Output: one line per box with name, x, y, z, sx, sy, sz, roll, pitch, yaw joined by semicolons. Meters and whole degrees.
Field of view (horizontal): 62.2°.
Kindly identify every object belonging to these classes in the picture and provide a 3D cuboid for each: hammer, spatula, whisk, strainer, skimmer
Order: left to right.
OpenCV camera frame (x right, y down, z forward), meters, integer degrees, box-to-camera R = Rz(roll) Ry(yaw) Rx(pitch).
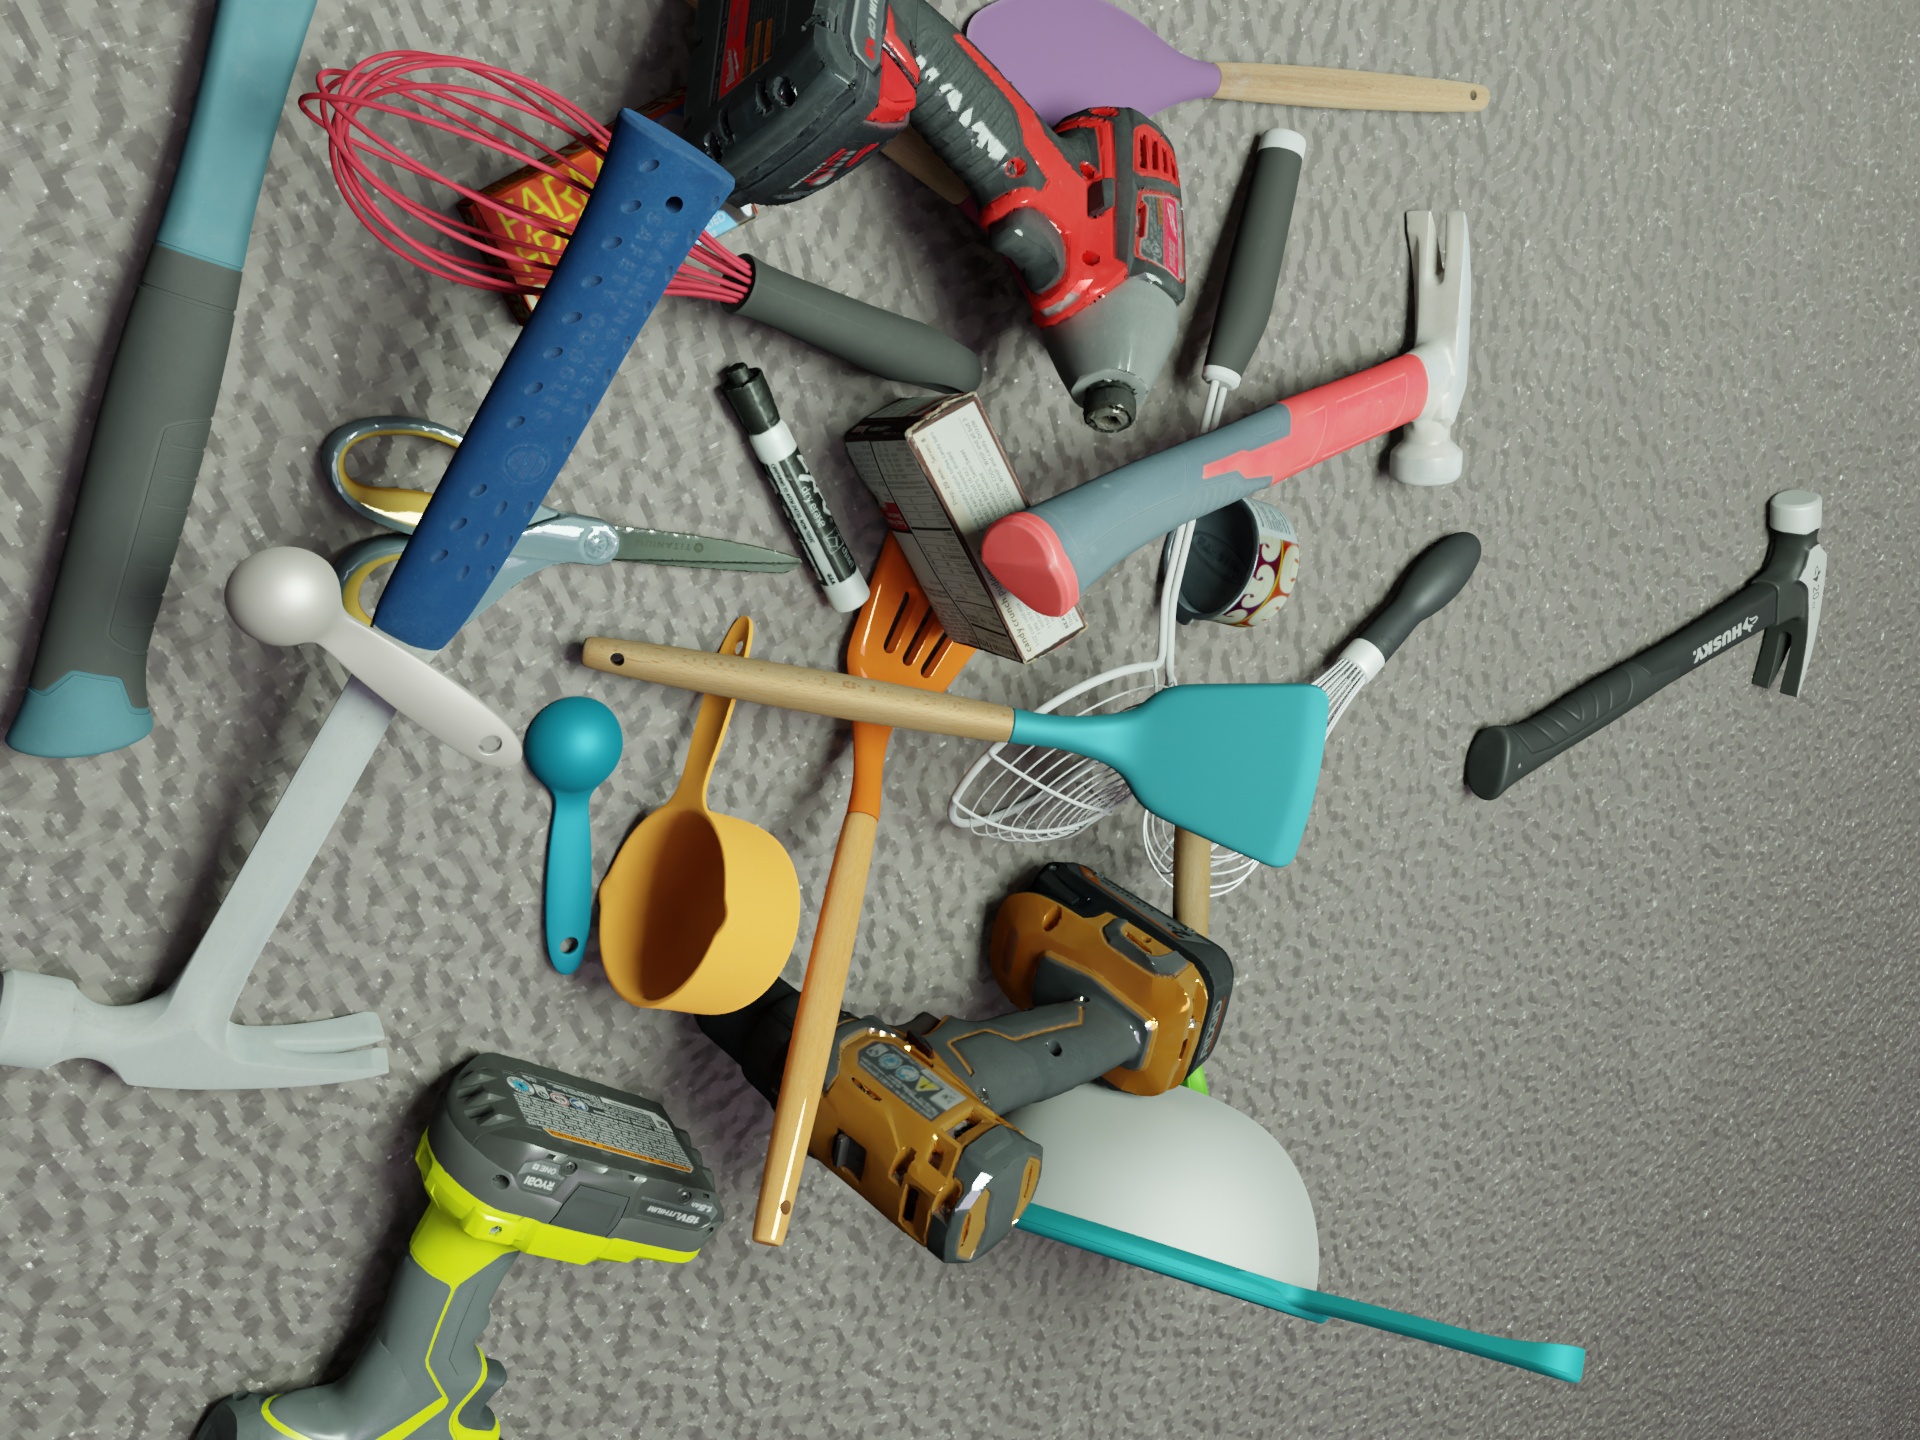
hammer;-0.258;-0.142;0.535;0.128;0.033;0.331;13;101;-38
hammer;-0.195;-0.021;0.562;0.144;0.035;0.405;21;112;-39
whisk;-0.097;-0.168;0.587;0.295;0.073;0.073;11;102;-45
spatula;-0.042;0.063;0.695;0.081;0.041;0.323;34;56;-38
spatula;-0.001;-0.002;0.679;0.317;0.044;0.082;9;98;-13
skimmer;0.084;-0.112;0.773;0.127;0.090;0.363;17;87;-66
spatula;0.137;-0.302;0.747;0.315;0.018;0.059;-9;103;-31
strainer;0.146;0.240;0.796;0.210;0.340;0.095;34;66;-42
hammer;0.141;-0.141;0.728;0.386;0.038;0.143;-28;121;-45
whisk;0.204;-0.011;0.888;0.284;0.070;0.070;-44;127;-17
hammer;0.465;-0.029;1.067;0.335;0.035;0.146;-27;120;-23

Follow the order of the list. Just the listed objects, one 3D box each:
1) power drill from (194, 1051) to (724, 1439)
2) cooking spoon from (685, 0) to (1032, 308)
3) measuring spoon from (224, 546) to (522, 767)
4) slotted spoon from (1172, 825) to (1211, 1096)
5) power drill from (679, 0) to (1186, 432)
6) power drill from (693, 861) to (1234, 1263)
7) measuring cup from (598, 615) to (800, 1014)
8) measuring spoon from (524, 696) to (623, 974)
power drill;-0.210;0.273;0.708;0.171;0.080;0.223;29;95;-37
cooking spoon;-0.017;-0.238;0.669;0.318;0.017;0.069;26;85;-38
measuring spoon;-0.190;-0.013;0.532;0.034;0.018;0.124;-41;135;4
slotted spoon;0.121;0.119;0.841;0.031;0.070;0.313;-3;133;4
power drill;0.006;-0.208;0.610;0.219;0.078;0.143;23;60;-40
power drill;0.001;0.142;0.759;0.226;0.185;0.084;-22;131;-46
measuring cup;-0.100;0.043;0.697;0.052;0.095;0.174;24;76;-43
measuring spoon;-0.164;0.054;0.682;0.042;0.021;0.128;-5;109;-32
